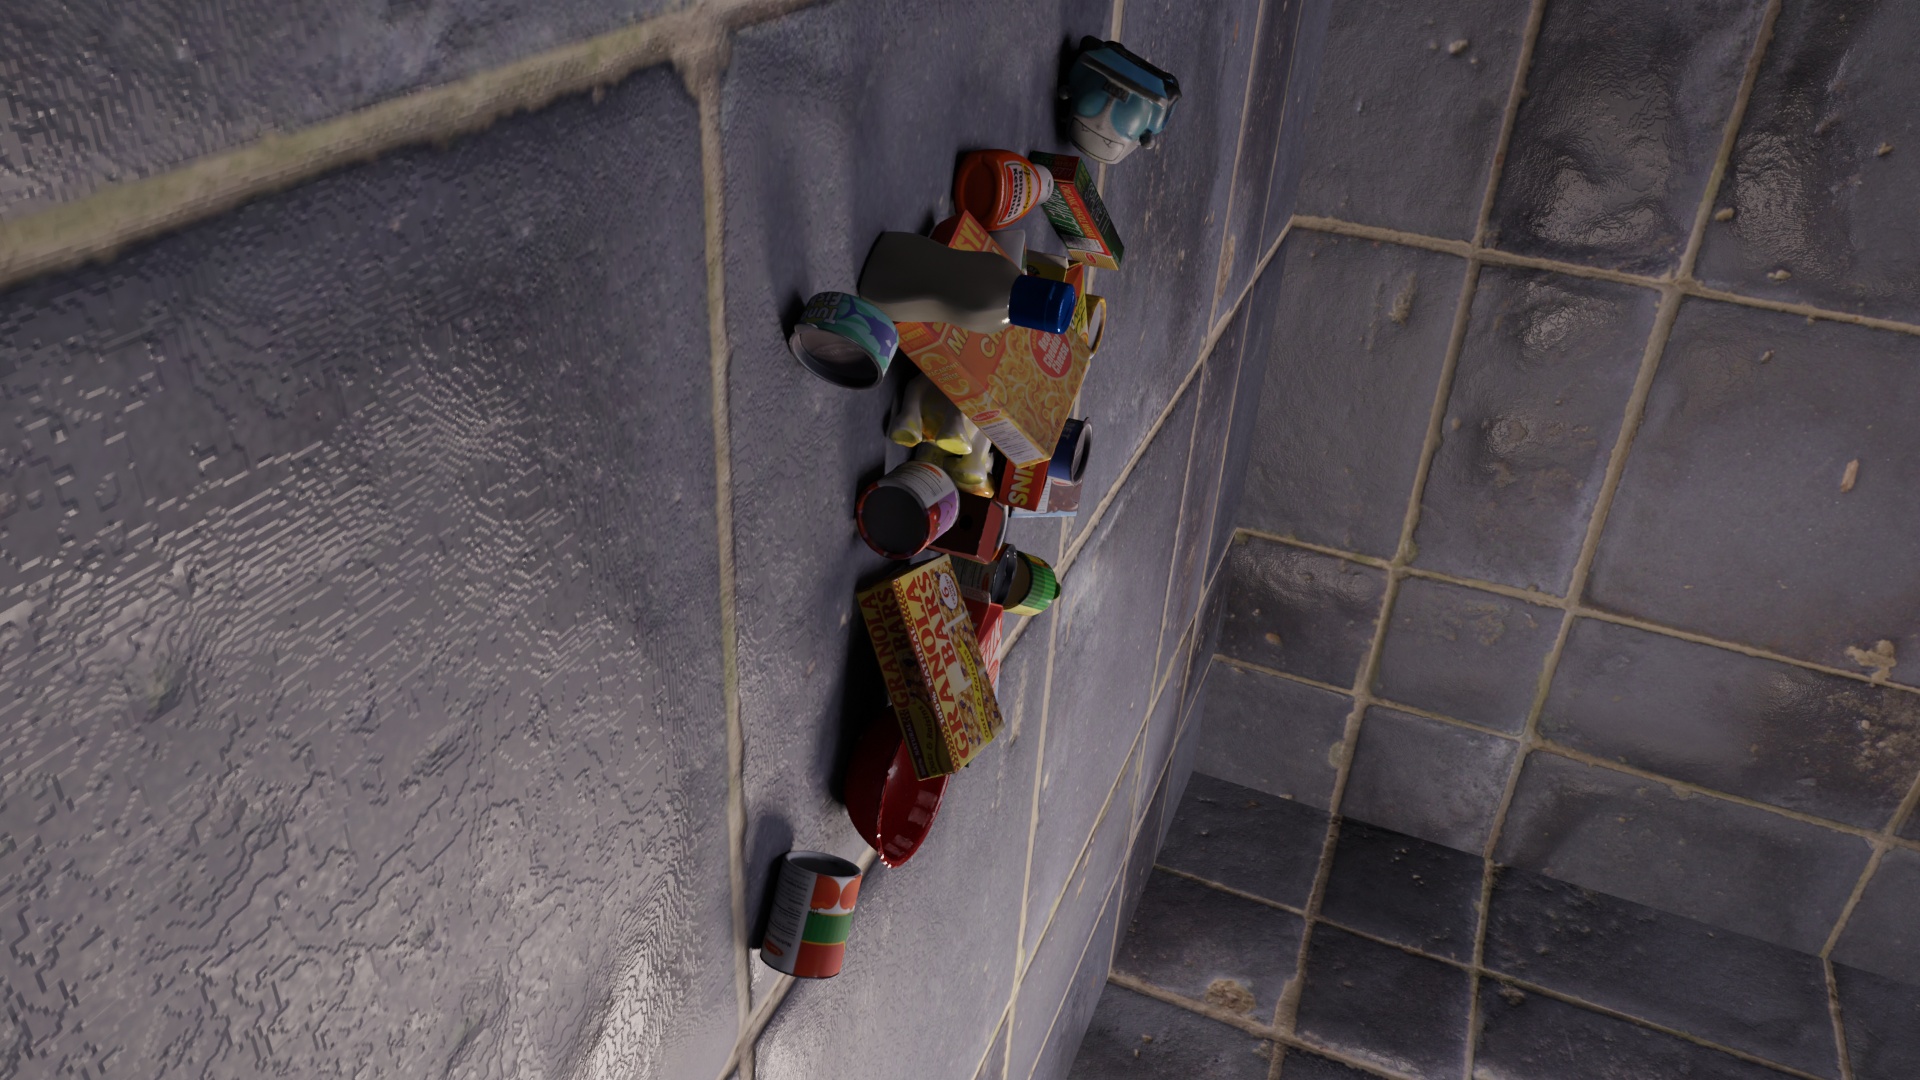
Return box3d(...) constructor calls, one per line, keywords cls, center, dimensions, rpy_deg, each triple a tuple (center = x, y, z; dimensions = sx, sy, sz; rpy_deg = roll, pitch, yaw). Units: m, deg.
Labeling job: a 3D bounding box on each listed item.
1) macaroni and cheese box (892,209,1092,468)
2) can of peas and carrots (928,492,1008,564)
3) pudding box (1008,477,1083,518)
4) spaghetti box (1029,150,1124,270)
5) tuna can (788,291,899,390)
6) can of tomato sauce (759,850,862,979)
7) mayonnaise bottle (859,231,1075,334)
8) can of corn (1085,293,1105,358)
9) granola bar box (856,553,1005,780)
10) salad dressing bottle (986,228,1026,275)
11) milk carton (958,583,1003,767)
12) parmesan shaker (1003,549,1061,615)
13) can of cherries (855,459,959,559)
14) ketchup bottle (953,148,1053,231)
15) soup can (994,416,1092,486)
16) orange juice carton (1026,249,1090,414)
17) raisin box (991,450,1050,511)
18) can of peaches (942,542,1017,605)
box3d(cls="macaroni and cheese box", center=(0.025, -0.156, 1.093), dimensions=(0.166, 0.040, 0.124), rpy_deg=(43, 51, -29))
box3d(cls="can of peas and carrots", center=(0.004, -0.016, 1.259), dimensions=(0.071, 0.059, 0.071), rpy_deg=(13, 91, -73))
box3d(cls="pudding box", center=(0.084, -0.050, 1.448), dimensions=(0.084, 0.030, 0.049), rpy_deg=(-2, 111, -27))
box3d(cls="spaghetti box", center=(0.117, -0.323, 1.378), dimensions=(0.250, 0.050, 0.028), rpy_deg=(27, 76, -72))
box3d(cls="tuna can", center=(-0.077, -0.131, 0.905), dimensions=(0.070, 0.071, 0.033), rpy_deg=(72, 36, -60))
box3d(cls="can of tomato sauce", center=(-0.118, 0.299, 1.115), dimensions=(0.071, 0.071, 0.083), rpy_deg=(8, 96, -73))
box3d(cls="mayonnaise bottle", center=(0.006, -0.177, 0.984), dimensions=(0.041, 0.148, 0.065), rpy_deg=(67, 41, -63))
box3d(cls="can of corn", center=(0.113, -0.227, 1.430), dimensions=(0.071, 0.058, 0.071), rpy_deg=(13, 91, -73))
box3d(cls="granola bar box", center=(-0.024, 0.104, 1.178), dimensions=(0.124, 0.039, 0.165), rpy_deg=(-26, 99, -66))
box3d(cls="salad dressing bottle", center=(0.038, -0.190, 1.189), dimensions=(0.064, 0.044, 0.147), rpy_deg=(-114, -160, -78))
box3d(cls="milk carton", center=(-0.007, 0.114, 1.303), dimensions=(0.074, 0.072, 0.189), rpy_deg=(-54, 152, -49))
box3d(cls="parmesan shaker", center=(0.061, 0.044, 1.459), dimensions=(0.103, 0.071, 0.071), rpy_deg=(21, 84, -73))
box3d(cls="can of cherries", center=(-0.042, -0.022, 1.097), dimensions=(0.058, 0.071, 0.071), rpy_deg=(-41, 142, -61))
box3d(cls="ketchup bottle", center=(0.039, -0.297, 1.169), dimensions=(0.149, 0.043, 0.064), rpy_deg=(-38, 137, -64))
box3d(cls="soup can", center=(0.084, -0.099, 1.398), dimensions=(0.071, 0.084, 0.071), rpy_deg=(13, 91, -73))
box3d(cls="orange juice carton", center=(0.073, -0.204, 1.298), dimensions=(0.191, 0.072, 0.073), rpy_deg=(77, 32, -57))
box3d(cls="raisin box", center=(0.057, -0.083, 1.250), dimensions=(0.124, 0.040, 0.086), rpy_deg=(-93, -164, -75))
box3d(cls="can of peaches", center=(0.017, 0.029, 1.334), dimensions=(0.071, 0.058, 0.071), rpy_deg=(12, 91, -73))
